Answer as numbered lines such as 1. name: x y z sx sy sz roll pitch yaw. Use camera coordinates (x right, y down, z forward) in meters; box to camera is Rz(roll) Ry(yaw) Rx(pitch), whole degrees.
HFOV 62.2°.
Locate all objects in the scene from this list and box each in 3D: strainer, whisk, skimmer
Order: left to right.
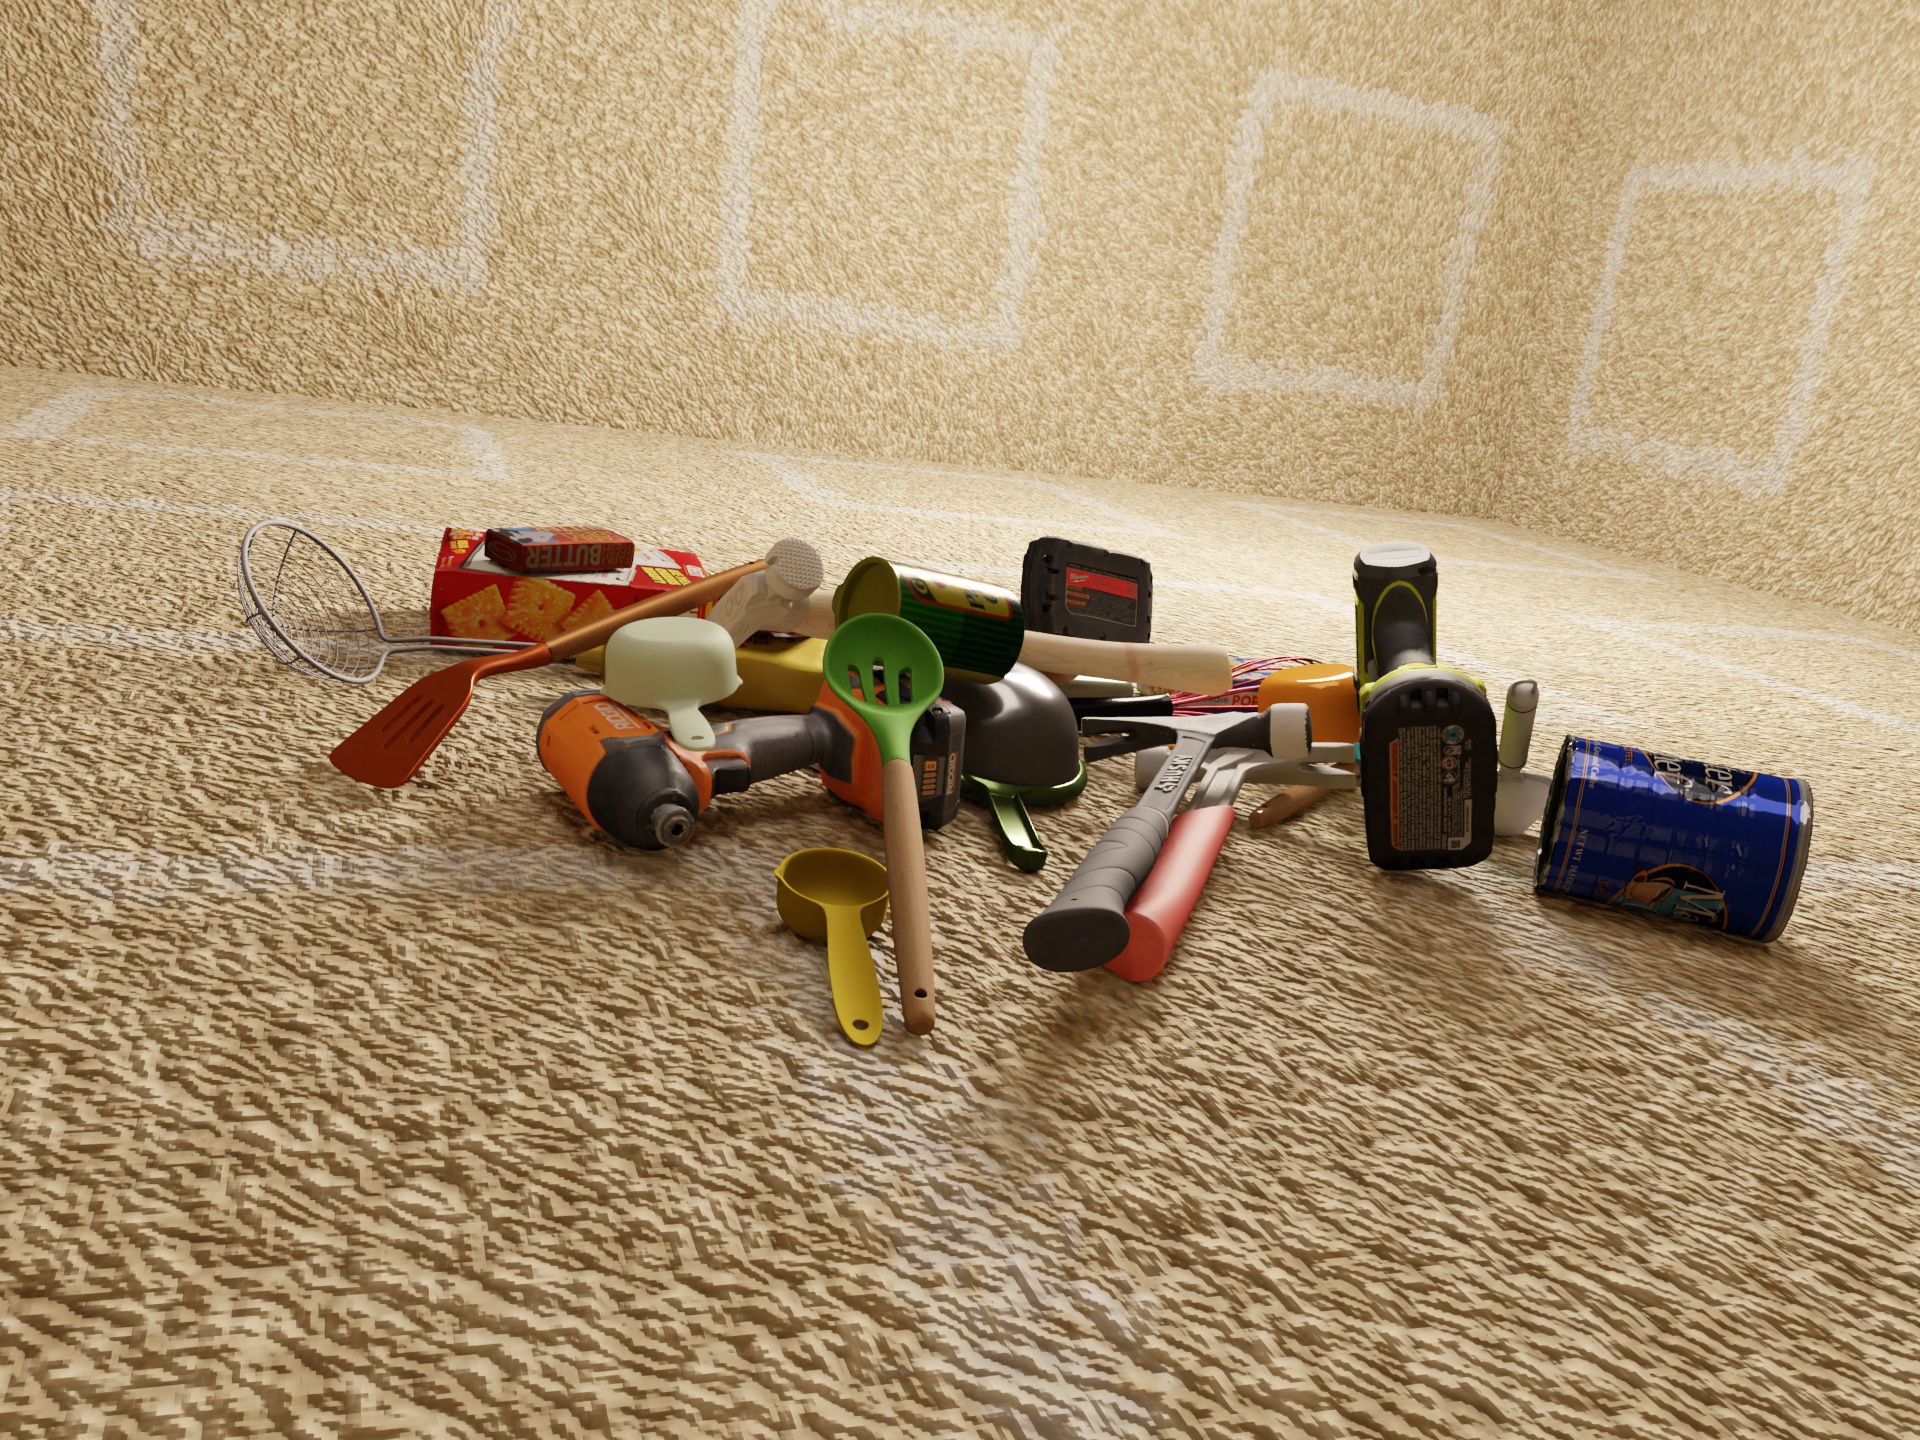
1. skimmer: -0.327 -0.072 1.151 0.363 0.090 0.127 4 47 -26
2. strainer: 0.029 0.014 1.024 0.151 0.069 0.257 12 19 -13
3. whisk: 0.048 -0.031 1.284 0.246 0.059 0.058 3 4 -38
4. whisk: 0.182 -0.012 1.273 0.295 0.073 0.073 -5 18 -20
5. strainer: 0.368 0.030 1.065 0.087 0.050 0.258 3 -23 17

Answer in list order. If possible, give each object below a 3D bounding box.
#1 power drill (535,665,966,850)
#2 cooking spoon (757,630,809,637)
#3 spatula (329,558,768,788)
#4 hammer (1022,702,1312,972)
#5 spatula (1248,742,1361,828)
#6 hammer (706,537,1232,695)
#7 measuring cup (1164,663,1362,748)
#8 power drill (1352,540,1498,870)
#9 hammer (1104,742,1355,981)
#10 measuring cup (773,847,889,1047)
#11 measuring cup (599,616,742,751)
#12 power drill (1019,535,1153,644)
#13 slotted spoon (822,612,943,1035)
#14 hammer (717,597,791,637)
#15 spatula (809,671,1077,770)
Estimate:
1. power drill: -0.113 0.026 0.921 0.226 0.084 0.164 -5 20 -29
2. cooking spoon: -0.133 -0.076 1.285 0.069 0.017 0.319 4 2 4
3. spatula: -0.241 -0.042 1.007 0.081 0.041 0.322 15 31 40
4. hammer: 0.101 0.051 0.880 0.149 0.036 0.409 -1 13 18
5. spatula: 0.279 0.030 1.184 0.082 0.044 0.317 2 11 32
6. hammer: 0.022 -0.051 1.138 0.410 0.038 0.146 7 -26 -31
7. measuring cup: 0.229 -0.009 1.218 0.173 0.052 0.095 -5 12 4
8. power drill: 0.301 -0.002 1.066 0.080 0.171 0.223 -3 27 11
9. hammer: 0.147 0.070 0.940 0.149 0.036 0.359 0 13 17
10. measuring cup: -0.056 0.112 0.749 0.062 0.029 0.157 5 27 -13
11. measuring cup: -0.155 -0.023 0.881 0.083 0.038 0.168 -5 18 -16
12. power drill: 0.027 -0.089 1.302 0.187 0.080 0.227 9 -10 -34
13. slotted spoon: -0.033 0.042 0.817 0.070 0.031 0.314 4 36 -10
14. hammer: -0.270 -0.131 1.515 0.335 0.035 0.146 19 19 37
15. spatula: -0.002 -0.004 1.170 0.060 0.018 0.316 23 27 31
